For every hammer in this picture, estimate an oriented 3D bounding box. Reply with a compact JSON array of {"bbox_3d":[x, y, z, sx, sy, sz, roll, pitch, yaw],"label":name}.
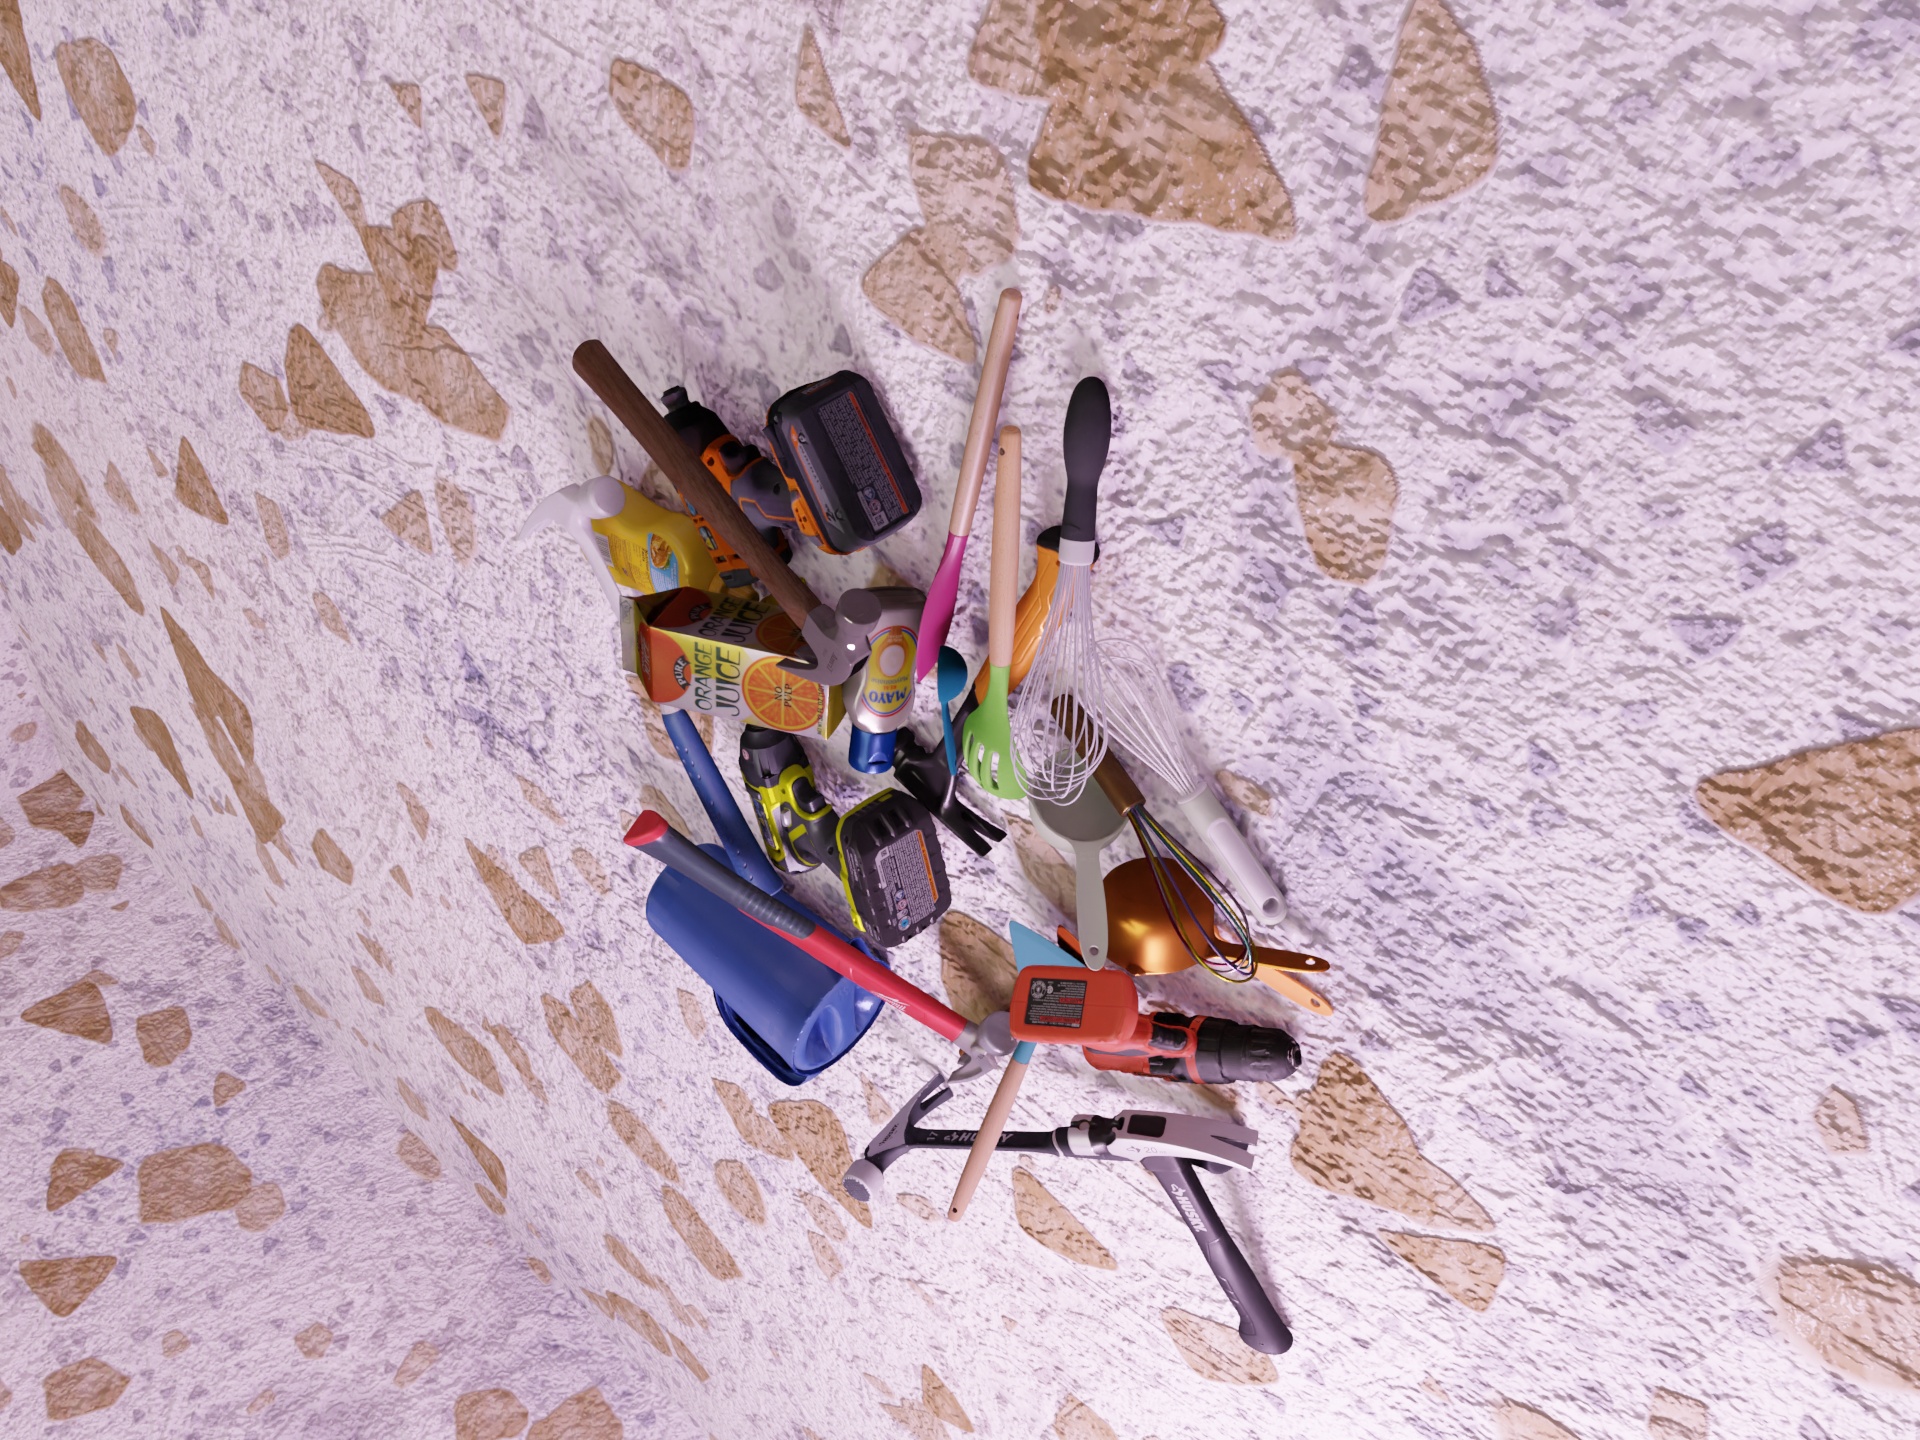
[{"bbox_3d":[-0.180,-0.157,1.177,0.331,0.031,0.130,49,150,13],"label":"hammer"},{"bbox_3d":[0.216,0.431,1.319,0.146,0.035,0.334,-7,130,29],"label":"hammer"},{"bbox_3d":[0.032,-0.024,1.188,0.127,0.034,0.336,44,143,11],"label":"hammer"},{"bbox_3d":[0.077,0.375,1.425,0.409,0.149,0.036,-12,115,40],"label":"hammer"},{"bbox_3d":[-0.132,0.202,1.422,0.386,0.038,0.143,33,149,-3],"label":"hammer"},{"bbox_3d":[-0.262,-0.019,1.401,0.144,0.035,0.405,-3,118,47],"label":"hammer"}]

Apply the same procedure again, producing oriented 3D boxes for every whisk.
[{"bbox_3d":[0.157,0.044,1.105,0.246,0.058,0.059,55,178,-11],"label":"whisk"},{"bbox_3d":[0.132,0.080,1.118,0.245,0.047,0.051,57,169,21],"label":"whisk"},{"bbox_3d":[0.073,-0.079,1.033,0.070,0.070,0.284,18,113,36],"label":"whisk"}]

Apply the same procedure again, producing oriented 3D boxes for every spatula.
[{"bbox_3d":[0.036,0.309,1.348,0.082,0.044,0.317,31,116,24],"label":"spatula"},{"bbox_3d":[0.059,0.250,1.384,0.081,0.041,0.322,45,144,4],"label":"spatula"}]

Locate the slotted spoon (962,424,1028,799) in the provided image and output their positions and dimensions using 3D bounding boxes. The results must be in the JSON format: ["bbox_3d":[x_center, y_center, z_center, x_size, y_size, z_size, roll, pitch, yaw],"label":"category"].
[{"bbox_3d":[0.027,-0.063,1.111,0.070,0.031,0.313,37,140,36],"label":"slotted spoon"}]

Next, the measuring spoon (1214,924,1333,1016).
[{"bbox_3d":[0.226,0.183,1.179,0.117,0.011,0.021,32,140,19],"label":"measuring spoon"}]

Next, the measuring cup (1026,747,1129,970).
[{"bbox_3d":[0.089,0.102,1.148,0.038,0.083,0.168,102,166,-65],"label":"measuring cup"}]

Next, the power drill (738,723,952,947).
[{"bbox_3d":[-0.113,0.087,1.379,0.223,0.080,0.171,29,141,45],"label":"power drill"}]

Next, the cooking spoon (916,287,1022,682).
[{"bbox_3d":[0.004,-0.152,1.101,0.017,0.069,0.318,21,132,8],"label":"cooking spoon"}]

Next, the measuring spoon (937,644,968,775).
[{"bbox_3d":[-0.002,-0.004,1.195,0.021,0.042,0.128,1,135,7],"label":"measuring spoon"}]

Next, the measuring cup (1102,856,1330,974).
[{"bbox_3d":[0.180,0.144,1.146,0.174,0.095,0.052,8,121,24],"label":"measuring cup"}]

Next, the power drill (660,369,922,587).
[{"bbox_3d":[-0.143,-0.191,1.197,0.226,0.084,0.164,-4,116,53],"label":"power drill"}]
